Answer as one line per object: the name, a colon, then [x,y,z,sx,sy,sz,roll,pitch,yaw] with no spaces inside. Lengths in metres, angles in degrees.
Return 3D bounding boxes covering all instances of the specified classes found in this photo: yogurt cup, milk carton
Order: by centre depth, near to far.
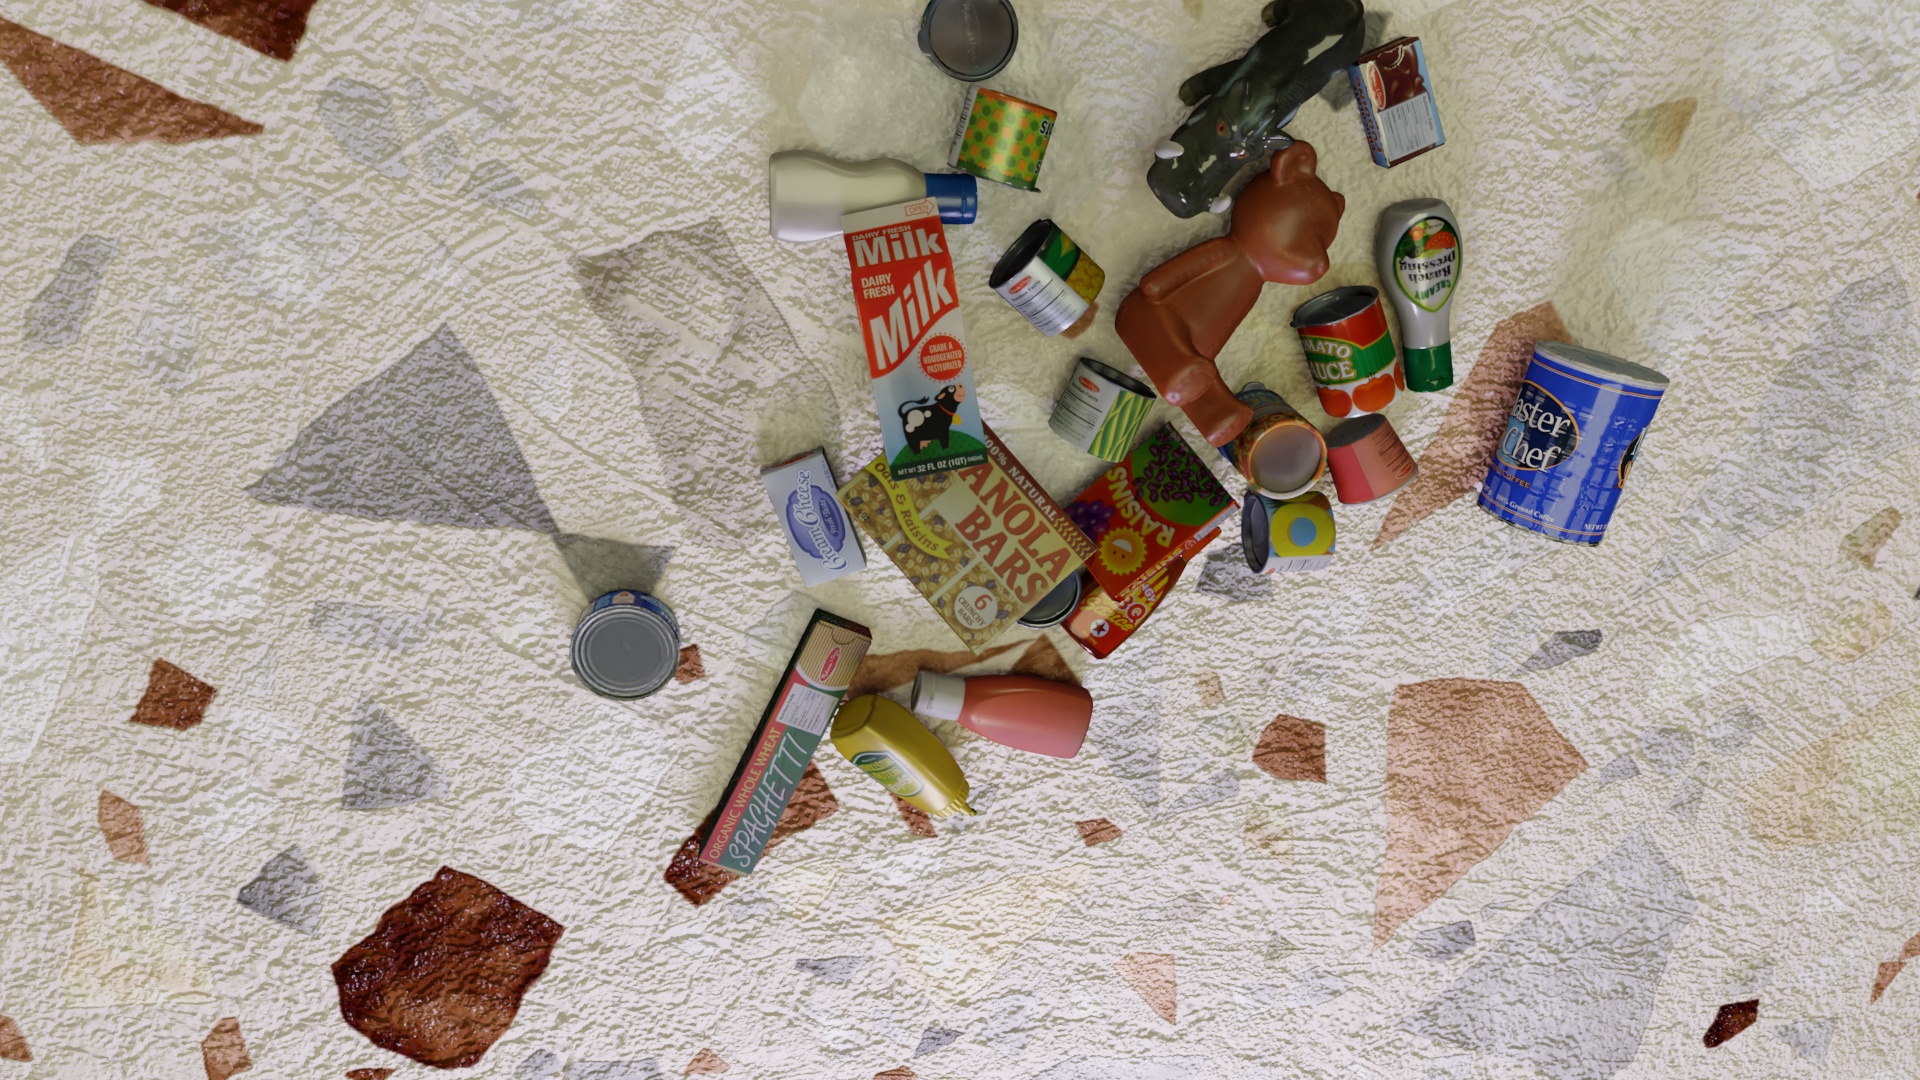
milk carton: [-0.033,-0.144,0.993,0.072,0.073,0.190,-12,99,-2]
yogurt cup: [0.327,-0.067,1.121,0.072,0.072,0.054,-28,105,4]

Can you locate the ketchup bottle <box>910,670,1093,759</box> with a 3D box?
ketchup bottle: [0.034,0.141,1.172,0.149,0.044,0.064,13,109,-13]

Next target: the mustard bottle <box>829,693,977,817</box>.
mustard bottle: [-0.037,0.192,1.172,0.065,0.049,0.160,-23,124,41]

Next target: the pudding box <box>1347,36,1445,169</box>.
pudding box: [0.324,-0.326,1.032,0.049,0.030,0.083,-23,113,3]

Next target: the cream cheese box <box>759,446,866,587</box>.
cream cheese box: [-0.115,-0.018,1.096,0.053,0.024,0.103,-19,113,1]

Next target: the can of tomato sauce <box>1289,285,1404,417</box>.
can of tomato sauce: [0.302,-0.146,1.082,0.071,0.071,0.082,-24,114,2]

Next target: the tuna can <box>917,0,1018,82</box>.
tuna can: [0.003,-0.356,0.972,0.071,0.033,0.070,-3,112,-7]

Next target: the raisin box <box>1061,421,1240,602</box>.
raisin box: [0.146,-0.021,1.102,0.123,0.040,0.086,-39,74,8]

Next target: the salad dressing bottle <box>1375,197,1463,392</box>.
salad dressing bottle: [0.361,-0.190,1.085,0.064,0.044,0.147,-14,113,-1]

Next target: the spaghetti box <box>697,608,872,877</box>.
spaghetti box: [-0.150,0.172,1.165,0.050,0.029,0.249,23,107,-16]

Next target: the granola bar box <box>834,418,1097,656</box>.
granola bar box: [0.004,-0.013,1.061,0.124,0.039,0.165,-42,89,-4]

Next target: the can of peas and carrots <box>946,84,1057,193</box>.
can of peas and carrots: [0.032,-0.285,0.986,0.071,0.071,0.058,13,109,-13]

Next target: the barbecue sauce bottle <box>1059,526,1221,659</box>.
barbecue sauce bottle: [0.148,0.029,1.143,0.148,0.044,0.065,-43,110,9]

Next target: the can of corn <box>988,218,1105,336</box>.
can of corn: [0.065,-0.196,1.030,0.058,0.071,0.071,39,102,-21]

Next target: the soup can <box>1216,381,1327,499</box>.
soup can: [0.242,-0.079,1.091,0.071,0.084,0.071,-3,112,-7]

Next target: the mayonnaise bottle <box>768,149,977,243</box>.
mayonnaise bottle: [-0.063,-0.247,1.002,0.148,0.041,0.064,-1,119,-9]

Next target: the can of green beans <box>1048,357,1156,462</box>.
can of green beans: [0.109,-0.101,1.073,0.071,0.071,0.057,22,108,-16]

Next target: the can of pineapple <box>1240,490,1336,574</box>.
can of pineapple: [0.267,-0.009,1.134,0.058,0.071,0.070,-3,113,-8]

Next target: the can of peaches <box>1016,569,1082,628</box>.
can of peaches: [0.059,0.027,1.122,0.071,0.058,0.071,-3,112,-6]
